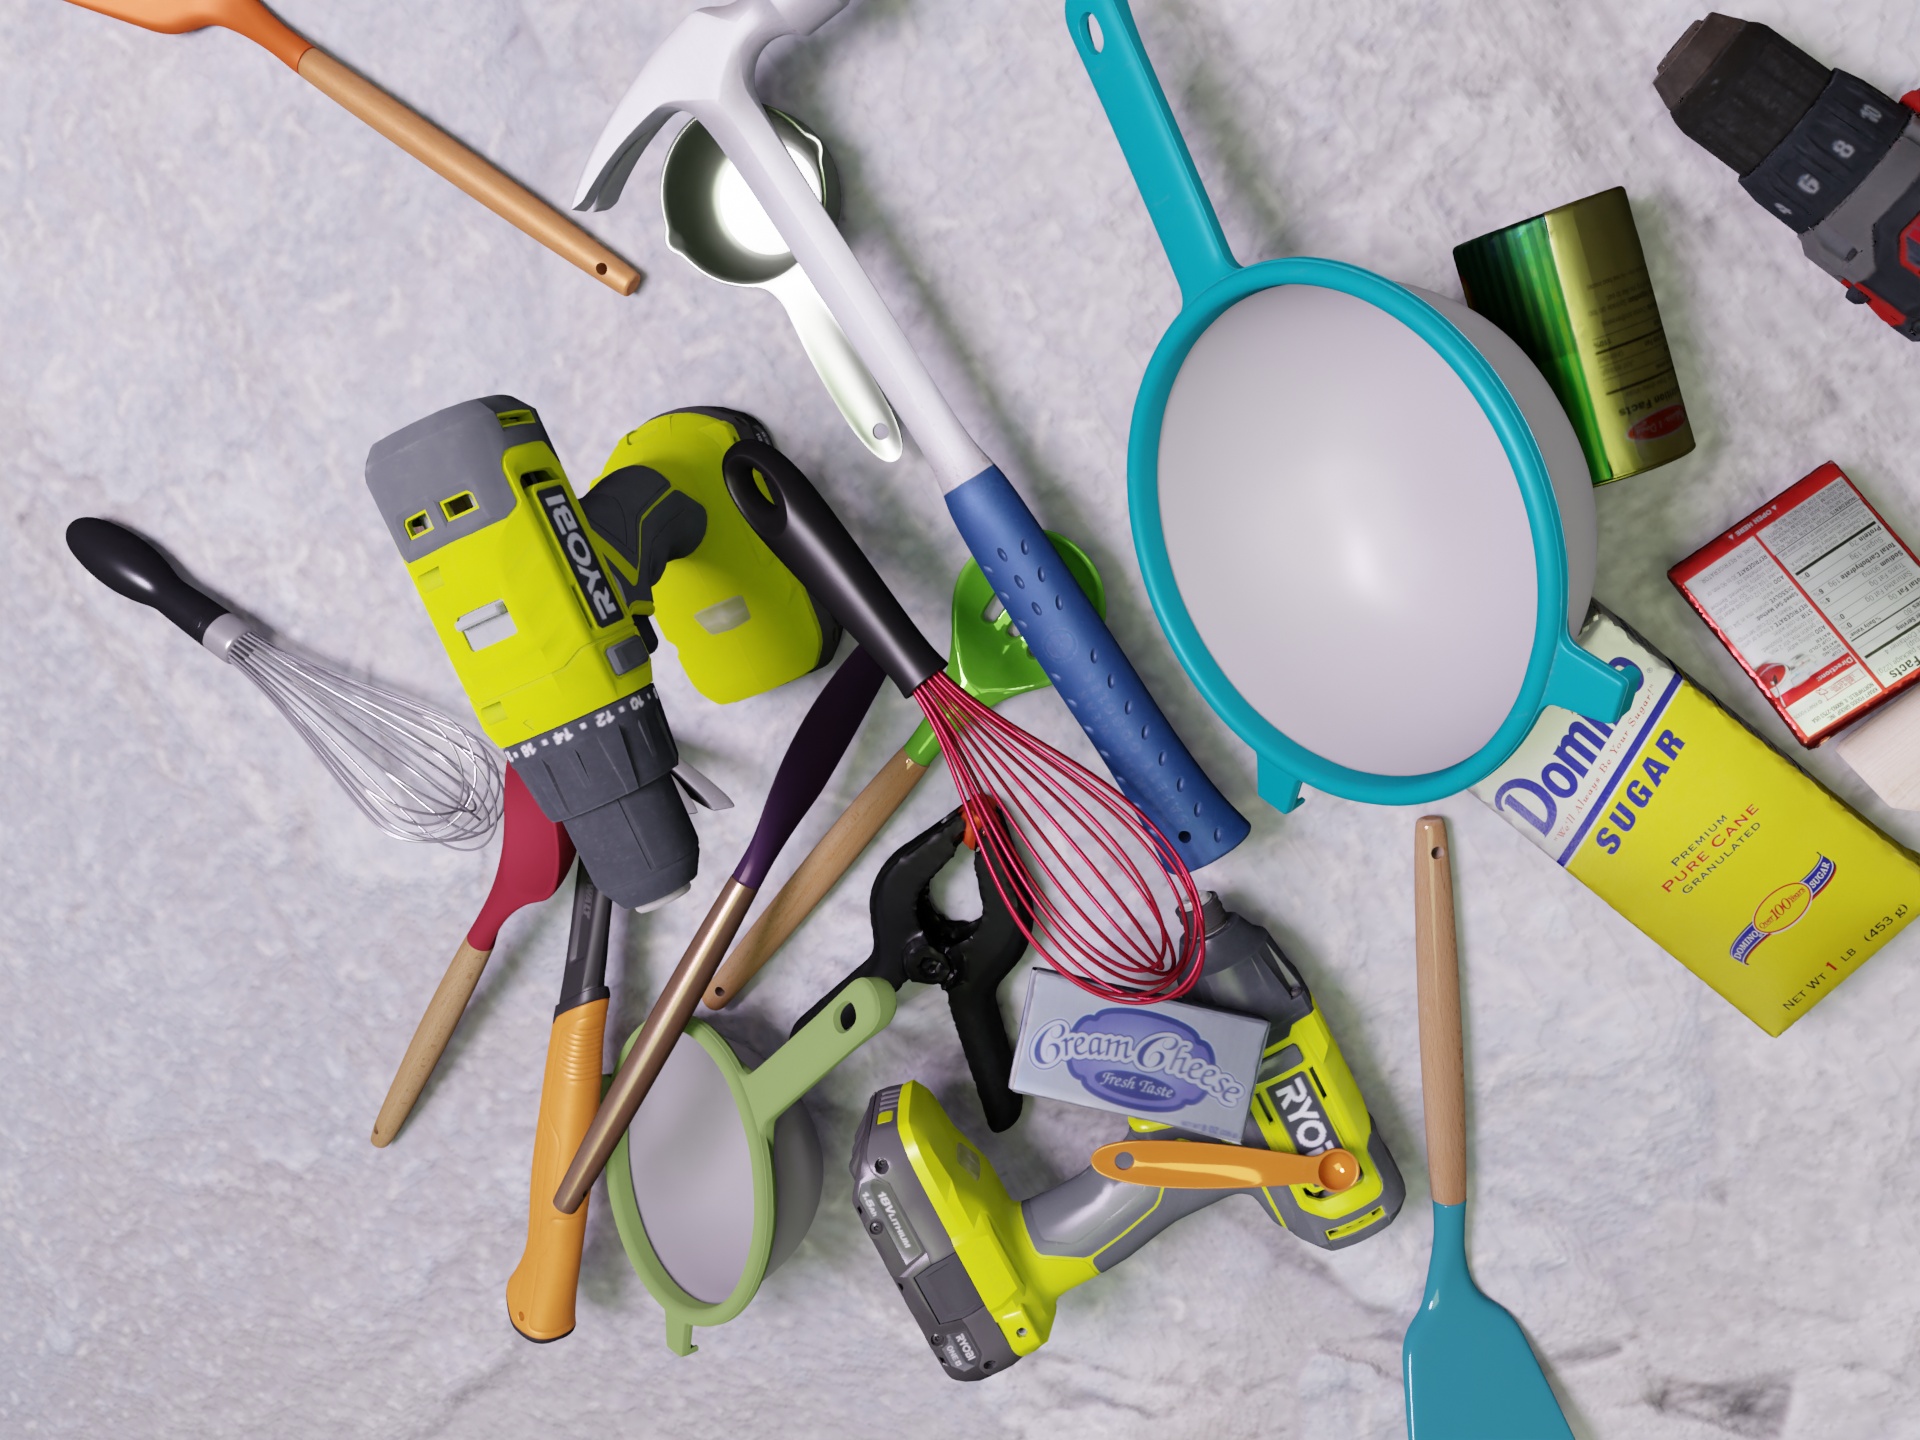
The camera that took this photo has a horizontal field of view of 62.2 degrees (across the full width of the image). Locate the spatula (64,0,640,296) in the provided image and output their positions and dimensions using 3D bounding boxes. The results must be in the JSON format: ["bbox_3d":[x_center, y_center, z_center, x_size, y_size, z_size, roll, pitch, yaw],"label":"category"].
[{"bbox_3d":[-0.284,-0.288,0.728,0.322,0.041,0.081,35,110,2],"label":"spatula"}]

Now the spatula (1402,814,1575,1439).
[{"bbox_3d":[0.228,0.199,0.725,0.082,0.044,0.317,-9,102,-7],"label":"spatula"}]

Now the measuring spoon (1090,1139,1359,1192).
[{"bbox_3d":[0.115,0.193,0.695,0.117,0.011,0.021,2,94,1],"label":"measuring spoon"}]

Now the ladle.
[{"bbox_3d":[-0.253,0.129,0.812,0.315,0.031,0.069,-56,52,33],"label":"ladle"}]

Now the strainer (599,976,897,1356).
[{"bbox_3d":[-0.086,0.188,0.766,0.256,0.069,0.152,-46,57,37],"label":"strainer"}]

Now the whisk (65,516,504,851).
[{"bbox_3d":[-0.348,-0.025,0.812,0.284,0.070,0.070,34,111,8],"label":"whisk"}]

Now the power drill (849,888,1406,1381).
[{"bbox_3d":[0.069,0.191,0.733,0.223,0.080,0.171,-27,98,5],"label":"power drill"}]

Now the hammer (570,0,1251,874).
[{"bbox_3d":[-0.007,-0.108,0.669,0.144,0.035,0.405,-30,98,22],"label":"hammer"}]

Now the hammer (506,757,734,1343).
[{"bbox_3d":[-0.187,0.167,0.797,0.127,0.034,0.336,23,110,38],"label":"hammer"}]

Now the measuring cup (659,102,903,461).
[{"bbox_3d":[-0.066,-0.190,0.700,0.083,0.038,0.167,-27,98,20],"label":"measuring cup"}]

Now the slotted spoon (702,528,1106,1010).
[{"bbox_3d":[-0.037,0.033,0.759,0.070,0.031,0.313,40,113,2],"label":"slotted spoon"}]

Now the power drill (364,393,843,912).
[{"bbox_3d":[-0.128,-0.040,0.653,0.080,0.228,0.190,-21,99,19],"label":"power drill"}]

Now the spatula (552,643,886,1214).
[{"bbox_3d":[-0.114,0.097,0.744,0.018,0.059,0.316,32,97,19],"label":"spatula"}]

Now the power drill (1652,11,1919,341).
[{"bbox_3d":[0.380,-0.249,0.548,0.188,0.080,0.226,38,114,3],"label":"power drill"}]

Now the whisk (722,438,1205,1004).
[{"bbox_3d":[-0.001,-0.002,0.662,0.073,0.073,0.296,-41,87,21],"label":"whisk"}]

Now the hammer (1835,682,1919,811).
[{"bbox_3d":[0.494,-0.119,0.572,0.146,0.038,0.410,45,111,1],"label":"hammer"}]

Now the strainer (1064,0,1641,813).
[{"bbox_3d":[0.142,-0.139,0.621,0.211,0.095,0.340,-27,85,60],"label":"strainer"}]
